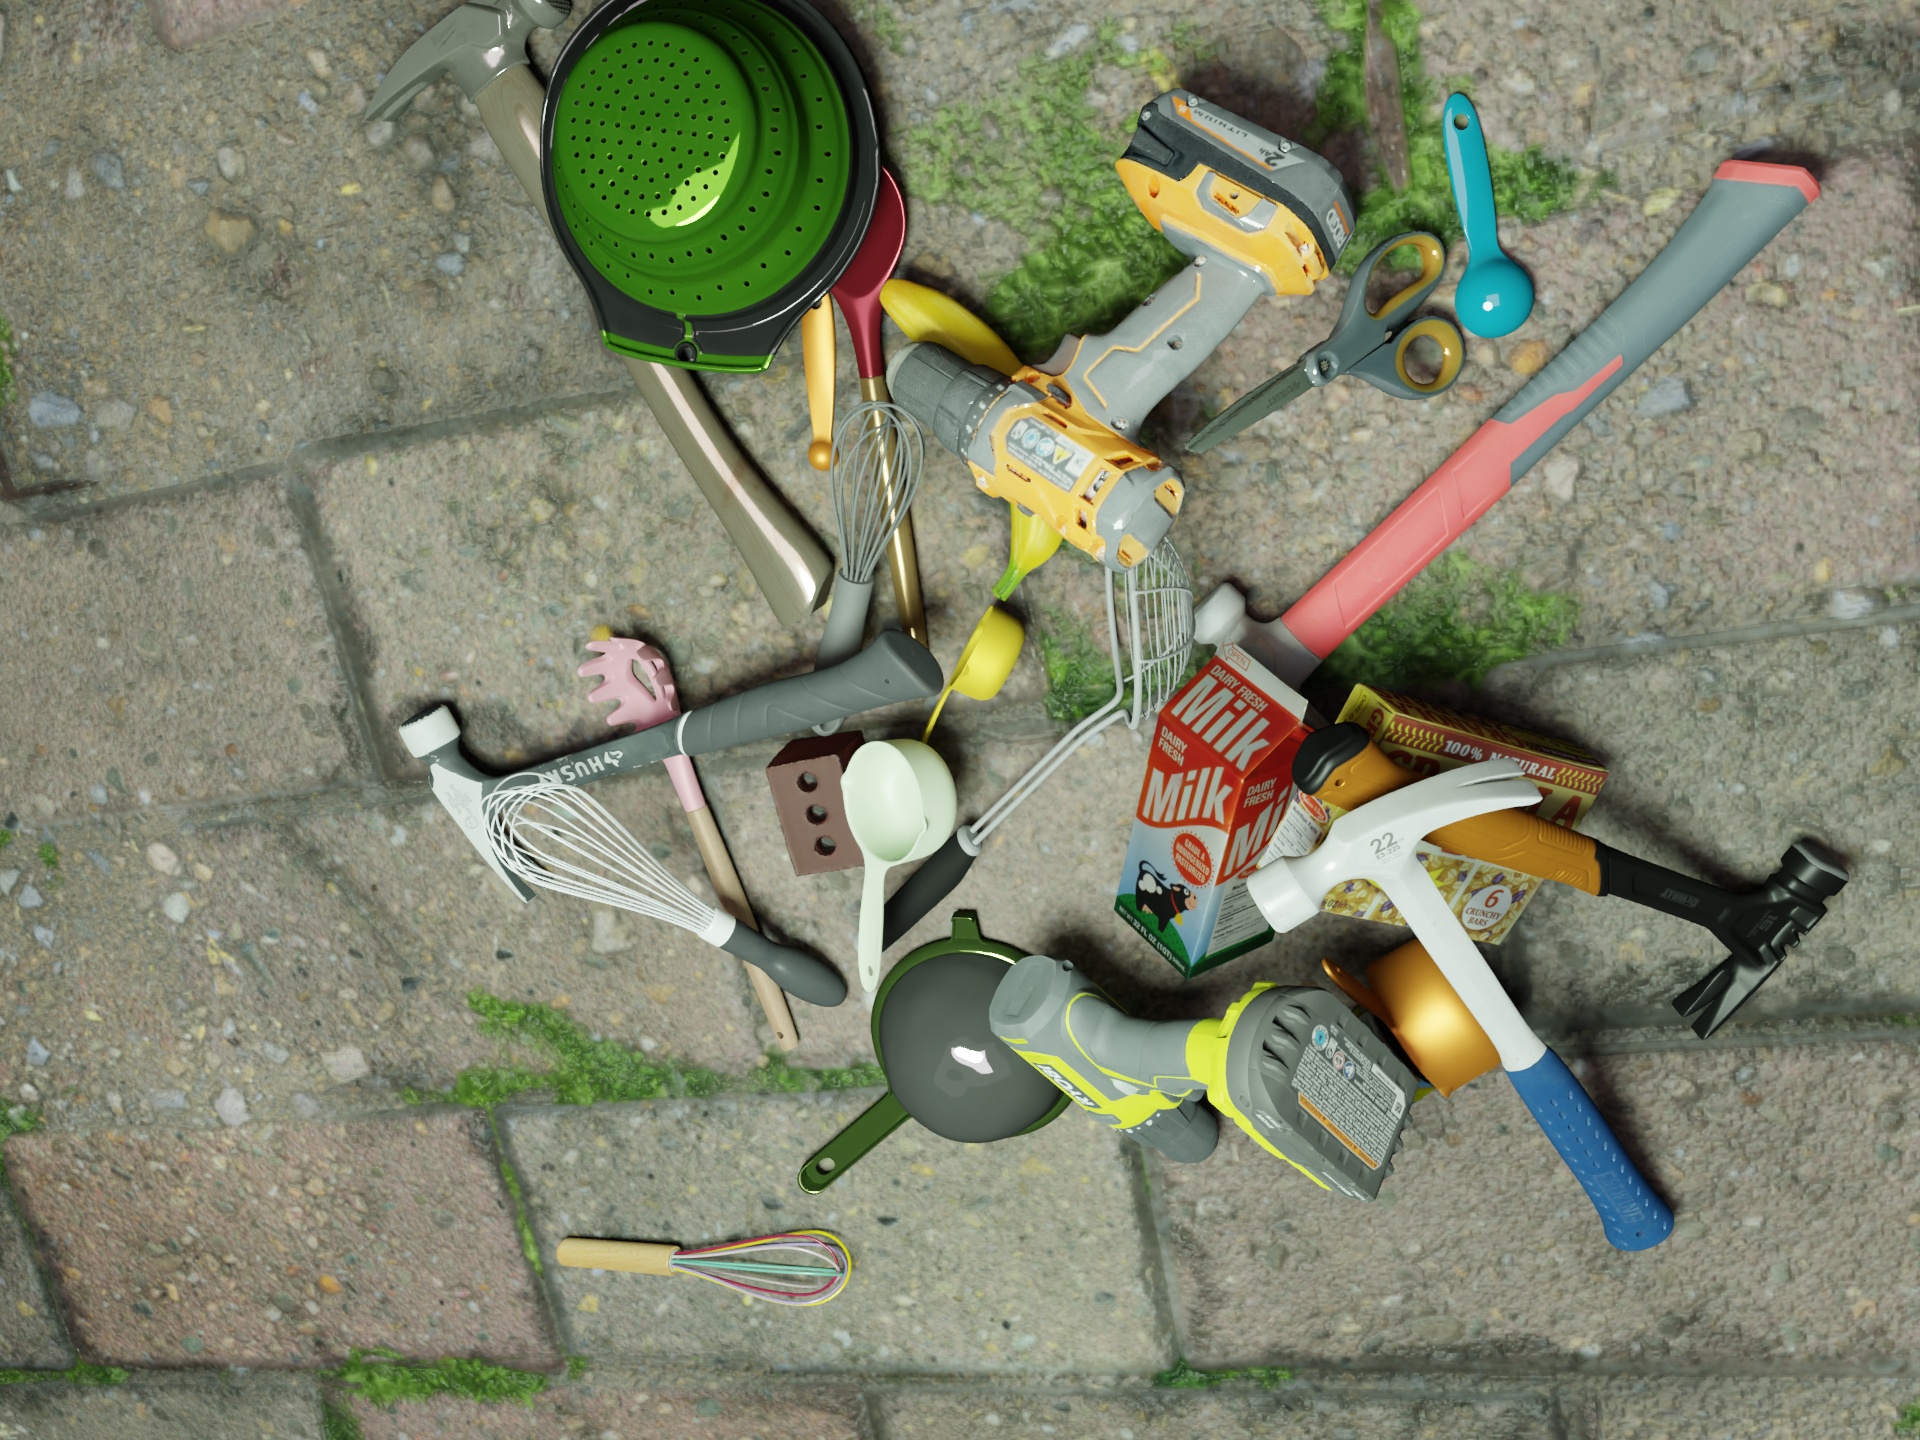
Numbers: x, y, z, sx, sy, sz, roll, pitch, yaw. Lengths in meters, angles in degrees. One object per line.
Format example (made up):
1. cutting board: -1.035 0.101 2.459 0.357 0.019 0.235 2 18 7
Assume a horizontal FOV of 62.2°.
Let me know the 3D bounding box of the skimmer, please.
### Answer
1. skimmer: 0.019 0.025 0.970 0.090 0.127 0.363 27 123 -25

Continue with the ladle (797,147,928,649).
1. ladle: -0.048 -0.181 0.959 0.069 0.031 0.315 -5 108 12

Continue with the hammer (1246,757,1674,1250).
1. hammer: 0.313 0.177 0.878 0.144 0.035 0.405 -33 122 13

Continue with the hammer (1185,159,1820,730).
1. hammer: 0.306 -0.136 0.868 0.143 0.038 0.386 43 113 -2

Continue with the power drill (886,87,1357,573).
1. power drill: 0.078 -0.215 0.847 0.185 0.084 0.226 37 96 26

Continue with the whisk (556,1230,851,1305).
1. whisk: -0.192 0.400 1.183 0.245 0.051 0.047 -3 86 21

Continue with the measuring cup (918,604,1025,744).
1. measuring cup: -0.002 -0.003 0.996 0.029 0.062 0.156 25 123 -5

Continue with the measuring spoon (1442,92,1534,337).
1. measuring spoon: 0.276 -0.266 0.839 0.042 0.021 0.128 -15 101 2

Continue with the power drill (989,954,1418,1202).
1. power drill: 0.148 0.216 0.941 0.190 0.080 0.228 44 152 -26

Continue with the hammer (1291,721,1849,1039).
1. hammer: 0.319 0.078 0.859 0.336 0.034 0.127 20 115 -20

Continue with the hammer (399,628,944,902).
1. hammer: -0.185 0.018 1.009 0.409 0.036 0.149 -15 108 31

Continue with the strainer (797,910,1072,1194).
1. strainer: -0.031 0.258 1.071 0.151 0.069 0.256 46 111 -2

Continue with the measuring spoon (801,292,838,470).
1. measuring spoon: -0.087 -0.210 0.968 0.021 0.011 0.117 4 108 14

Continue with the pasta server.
1. pasta server: -0.173 0.087 1.074 0.060 0.040 0.316 -12 105 30

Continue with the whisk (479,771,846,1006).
1. whisk: -0.183 0.118 1.029 0.284 0.070 0.070 35 116 -27

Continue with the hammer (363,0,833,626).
1. hammer: -0.207 -0.238 0.980 0.146 0.038 0.410 -26 99 23

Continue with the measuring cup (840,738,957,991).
1. measuring cup: -0.039 0.091 0.989 0.083 0.038 0.167 26 117 44

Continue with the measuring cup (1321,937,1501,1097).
1. measuring cup: 0.263 0.154 0.914 0.052 0.095 0.173 -35 140 19

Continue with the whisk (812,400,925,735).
1. whisk: -0.066 -0.086 0.967 0.055 0.055 0.238 20 125 8

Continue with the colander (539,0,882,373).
1. colander: -0.140 -0.392 0.850 0.204 0.094 0.397 10 101 10
